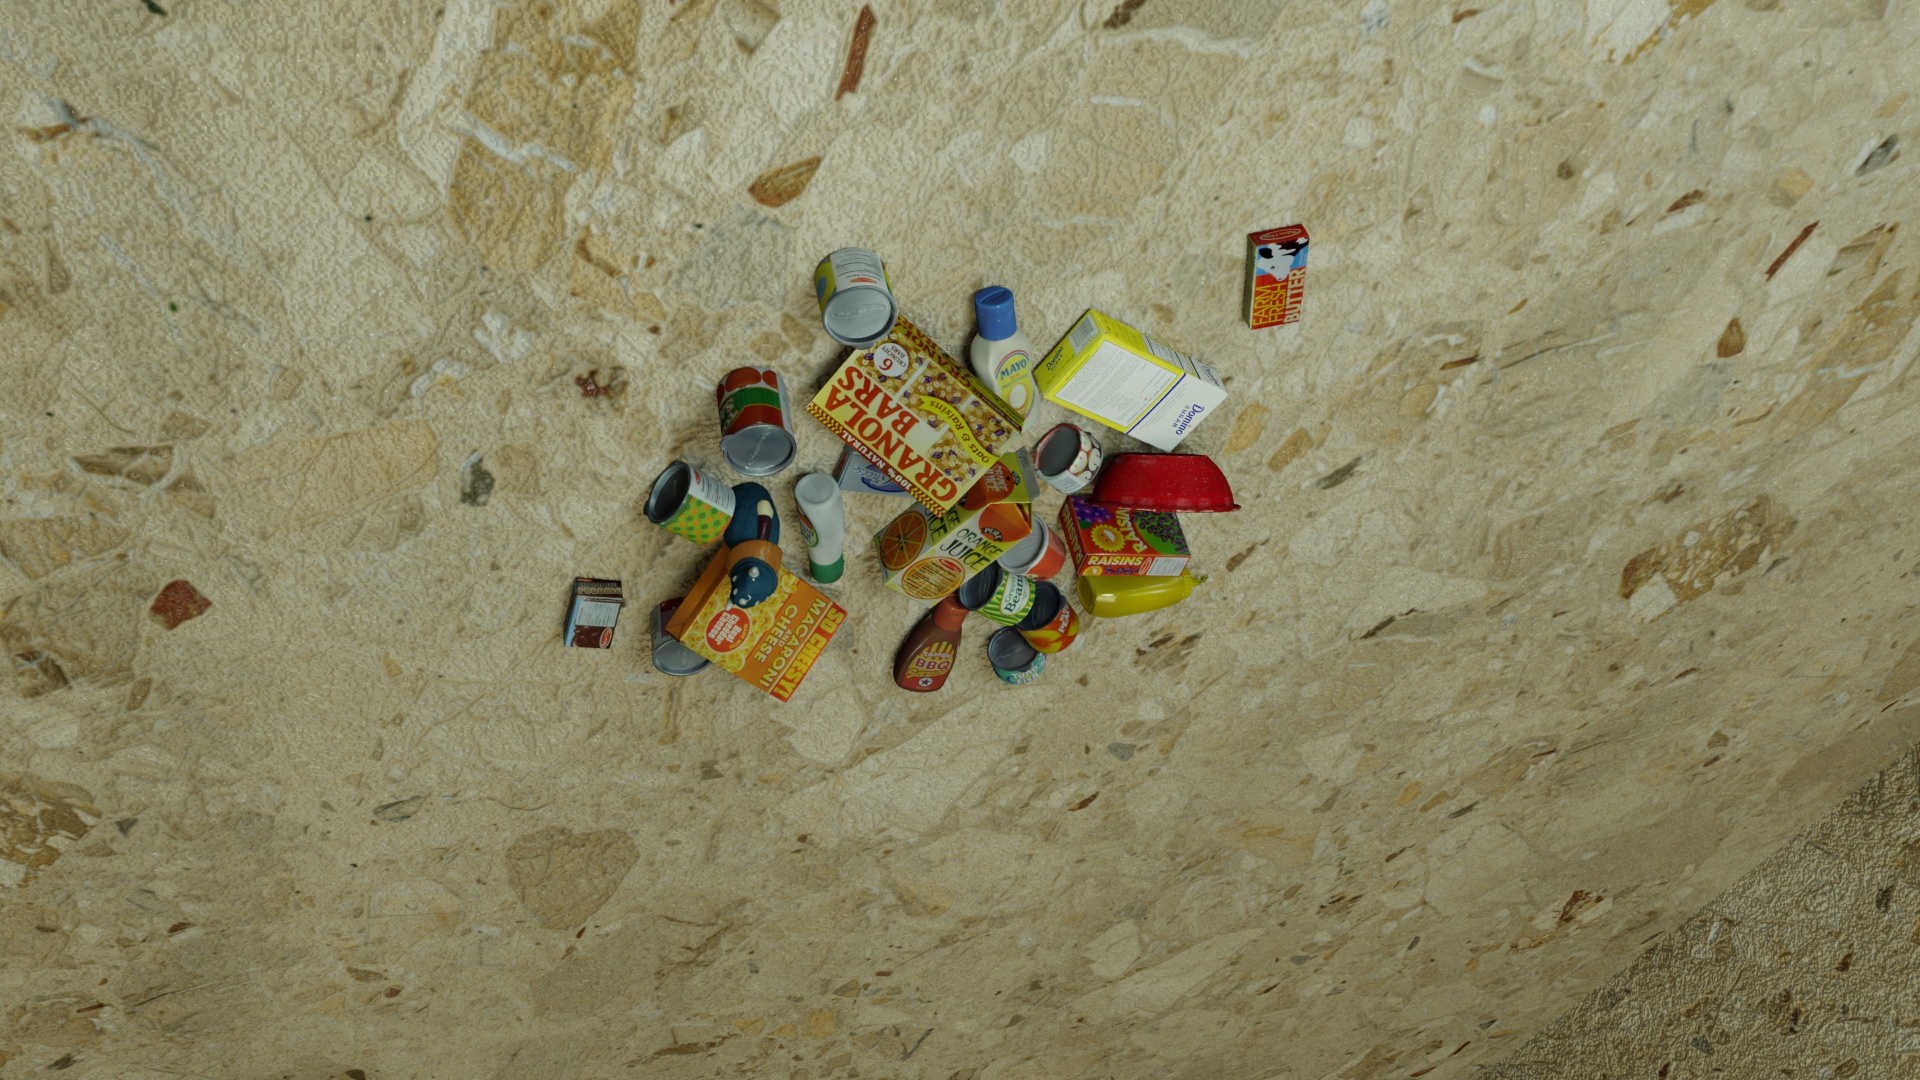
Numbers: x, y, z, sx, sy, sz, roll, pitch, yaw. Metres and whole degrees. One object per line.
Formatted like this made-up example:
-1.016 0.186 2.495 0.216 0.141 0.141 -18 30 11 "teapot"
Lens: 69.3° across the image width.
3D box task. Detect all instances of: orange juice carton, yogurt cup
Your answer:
0.005 -0.018 1.450 0.192 0.072 0.073 -38 134 24 "orange juice carton"
0.079 0.010 1.511 0.072 0.073 0.054 -34 143 20 "yogurt cup"

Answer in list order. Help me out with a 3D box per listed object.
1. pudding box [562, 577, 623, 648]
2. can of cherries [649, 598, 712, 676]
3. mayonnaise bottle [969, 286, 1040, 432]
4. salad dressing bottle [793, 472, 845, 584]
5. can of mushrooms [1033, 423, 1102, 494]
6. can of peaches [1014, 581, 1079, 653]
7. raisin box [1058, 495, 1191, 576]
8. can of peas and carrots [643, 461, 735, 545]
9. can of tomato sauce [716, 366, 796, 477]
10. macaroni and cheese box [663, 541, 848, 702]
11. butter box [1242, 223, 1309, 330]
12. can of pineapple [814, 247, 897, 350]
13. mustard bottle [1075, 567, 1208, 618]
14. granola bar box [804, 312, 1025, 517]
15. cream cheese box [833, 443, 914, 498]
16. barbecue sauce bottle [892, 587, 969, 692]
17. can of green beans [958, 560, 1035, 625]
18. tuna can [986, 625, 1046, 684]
-0.389 0.078 1.467 0.050 0.030 0.083 5 135 -23 "pudding box"
-0.299 0.104 1.502 0.071 0.059 0.071 -9 137 -8 "can of cherries"
0.039 -0.167 1.308 0.065 0.041 0.147 -30 135 -22 "mayonnaise bottle"
-0.142 -0.009 1.427 0.044 0.064 0.147 -24 149 -16 "salad dressing bottle"
0.109 -0.086 1.415 0.071 0.071 0.033 -38 133 24 "can of mushrooms"
0.099 0.089 1.599 0.071 0.071 0.058 -25 138 11 "can of peaches"
0.177 -0.005 1.506 0.123 0.086 0.039 1 141 -18 "raisin box"
-0.264 -0.034 1.355 0.070 0.071 0.058 -38 134 24 "can of peas and carrots"
-0.191 -0.110 1.281 0.071 0.083 0.070 -8 138 -8 "can of tomato sauce"
-0.214 0.085 1.479 0.166 0.040 0.124 39 83 -43 "macaroni and cheese box"
0.299 -0.250 1.322 0.053 0.024 0.103 -12 138 -3 "butter box"
-0.093 -0.212 1.218 0.071 0.058 0.070 -8 138 -7 "can of pineapple"
0.215 0.053 1.600 0.160 0.065 0.048 -3 133 -19 "mustard bottle"
-0.042 -0.118 1.296 0.165 0.039 0.123 39 118 -10 "granola bar box"
-0.071 -0.071 1.404 0.104 0.024 0.053 6 135 -23 "cream cheese box"
-0.028 0.115 1.607 0.065 0.044 0.147 7 134 -21 "barbecue sauce bottle"
0.041 0.056 1.546 0.058 0.071 0.071 26 124 -37 "can of green beans"
0.068 0.137 1.639 0.071 0.071 0.032 -18 140 3 "tuna can"
